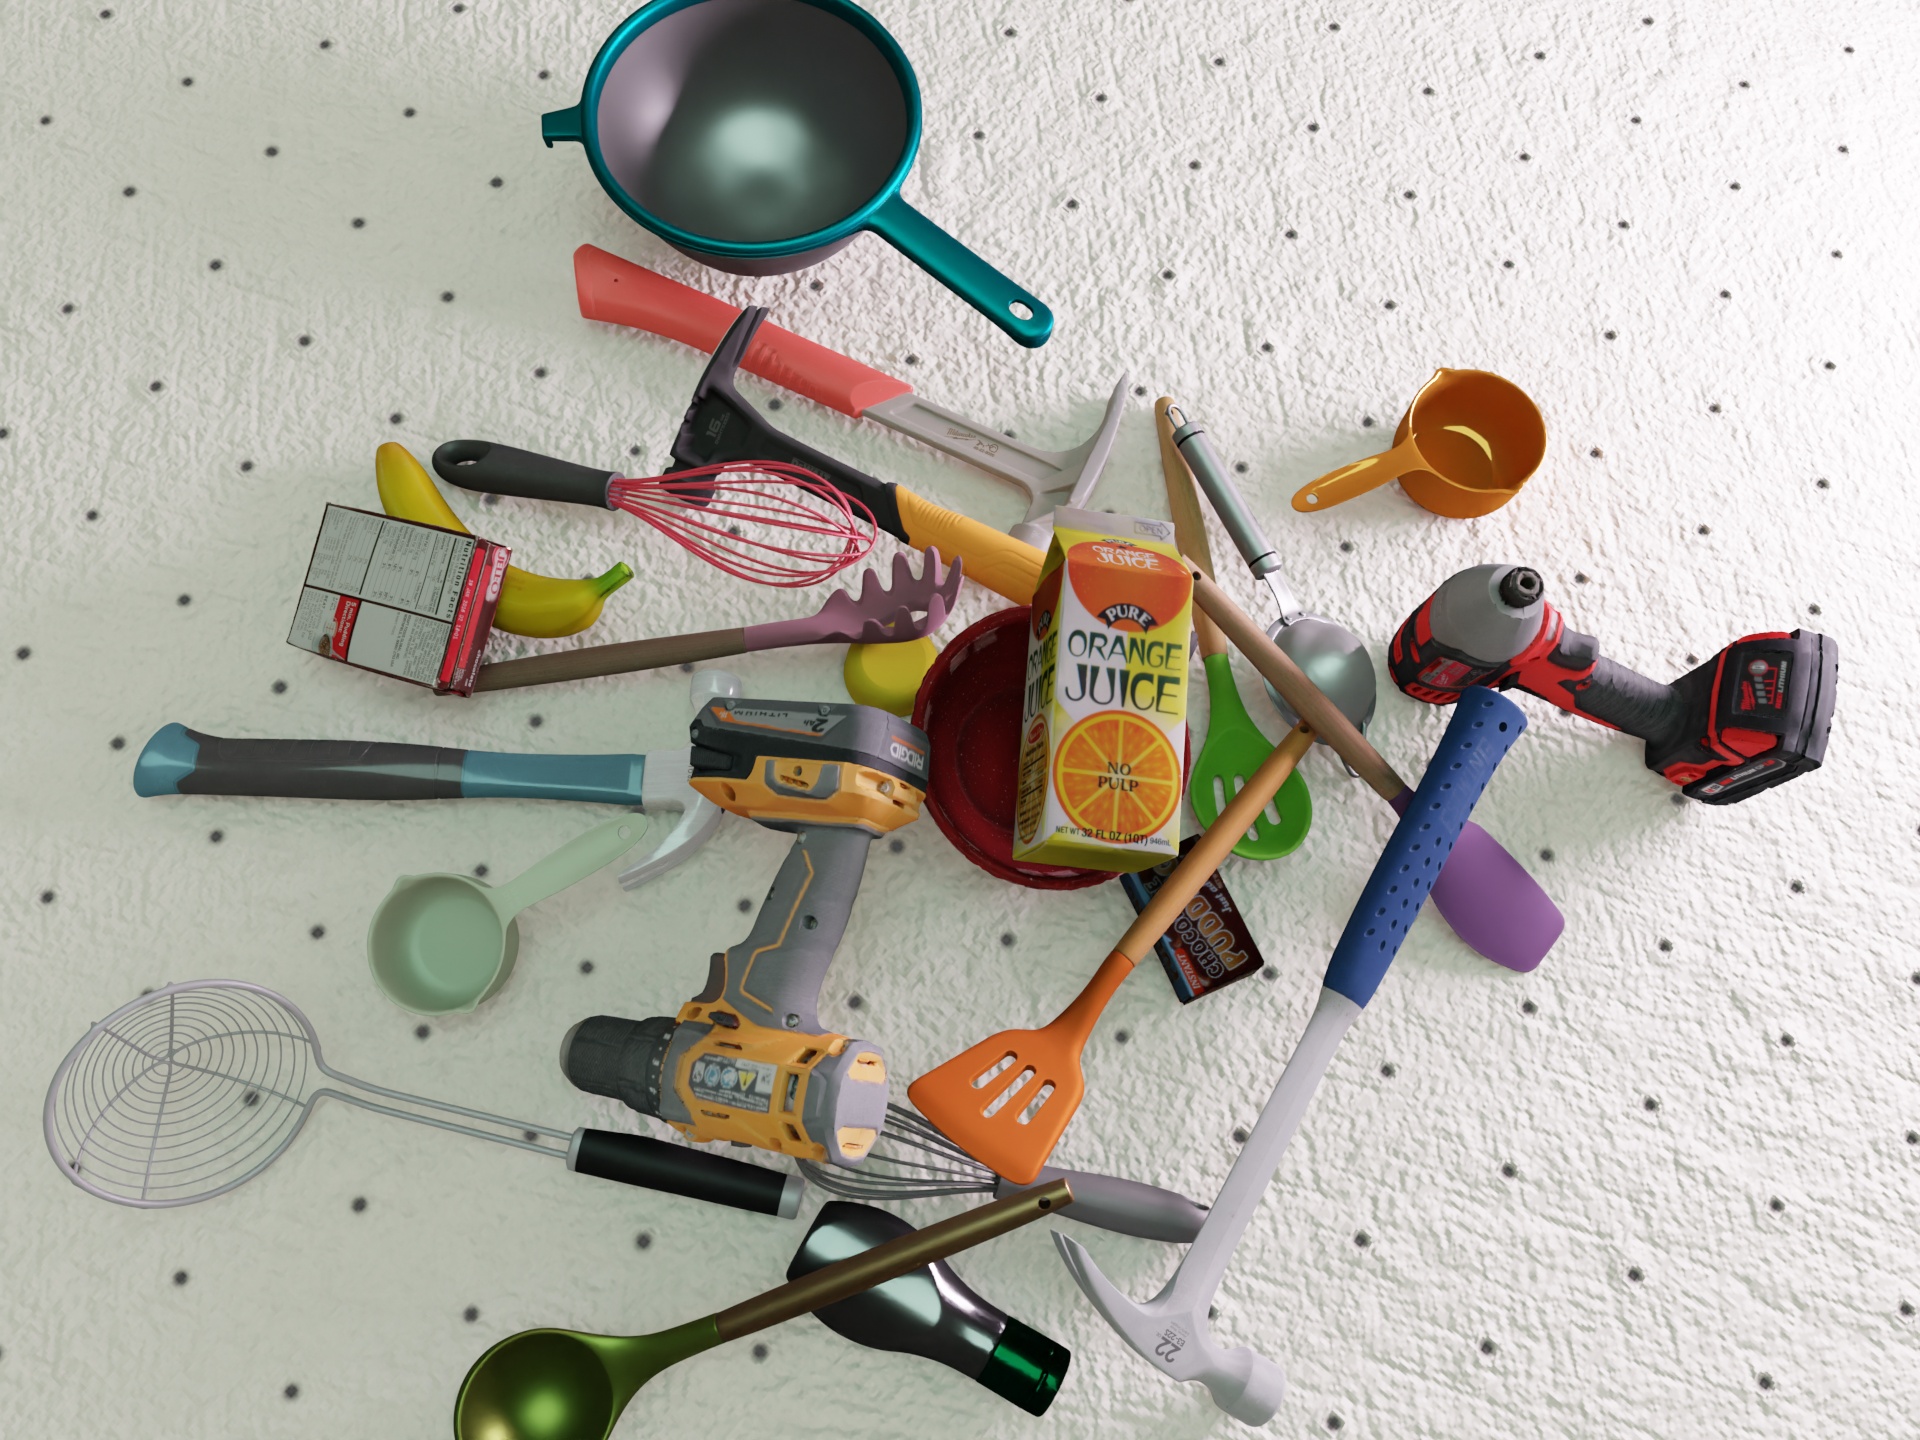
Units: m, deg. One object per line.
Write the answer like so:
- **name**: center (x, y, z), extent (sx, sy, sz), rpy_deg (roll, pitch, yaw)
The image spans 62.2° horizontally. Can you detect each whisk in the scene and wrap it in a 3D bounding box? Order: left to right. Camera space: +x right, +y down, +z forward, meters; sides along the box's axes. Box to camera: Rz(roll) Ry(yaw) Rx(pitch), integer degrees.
- **whisk**: center (-0.185, -0.131, 0.931), extent (0.296, 0.073, 0.073), rpy_deg (13, 69, 18)
- **whisk**: center (0.022, 0.241, 0.839), extent (0.239, 0.055, 0.055), rpy_deg (14, 70, -3)

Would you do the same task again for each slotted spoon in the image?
- **slotted spoon**: center (0.152, -0.061, 0.967), extent (0.070, 0.031, 0.314), rpy_deg (-6, 69, -6)

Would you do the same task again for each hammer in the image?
- **hammer**: center (-0.294, 0.029, 0.902), extent (0.331, 0.033, 0.128), rpy_deg (2, 69, -3)
- **hammer**: center (-0.078, -0.223, 1.005), extent (0.359, 0.036, 0.149), rpy_deg (25, 70, 5)
- **hammer**: center (-0.011, -0.119, 0.943), extent (0.337, 0.034, 0.127), rpy_deg (28, 105, 6)
- **hammer**: center (0.195, 0.155, 0.848), extent (0.144, 0.035, 0.405), rpy_deg (35, 75, -12)

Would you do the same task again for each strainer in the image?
- **strainer**: center (-0.081, -0.324, 1.011), extent (0.340, 0.095, 0.211), rpy_deg (39, 73, 9)
- **strainer**: center (0.189, -0.087, 0.961), extent (0.087, 0.050, 0.258), rpy_deg (-18, 73, -33)

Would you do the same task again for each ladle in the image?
- **ladle**: center (-0.094, 0.290, 0.773), extent (0.320, 0.062, 0.078), rpy_deg (-23, 90, 3)

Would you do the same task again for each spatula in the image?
- **spatula**: center (0.103, 0.108, 0.861), extent (0.081, 0.041, 0.323), rpy_deg (34, 70, 24)
- **spatula**: center (0.228, 0.024, 0.903), extent (0.316, 0.018, 0.060), rpy_deg (46, 73, -6)

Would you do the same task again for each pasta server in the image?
- **pasta server**: center (-0.152, -0.049, 0.918), extent (0.316, 0.040, 0.060), rpy_deg (-8, 37, 2)

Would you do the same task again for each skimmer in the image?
- **skimmer**: center (-0.262, 0.218, 0.806), extent (0.363, 0.090, 0.127), rpy_deg (14, 102, -1)

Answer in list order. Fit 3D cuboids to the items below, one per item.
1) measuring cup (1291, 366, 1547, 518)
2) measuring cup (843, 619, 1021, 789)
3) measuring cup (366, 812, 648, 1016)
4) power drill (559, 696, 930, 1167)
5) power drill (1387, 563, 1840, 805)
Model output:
- **measuring cup**: center (0.279, -0.155, 0.996), extent (0.173, 0.052, 0.095), rpy_deg (-22, 73, -9)
- **measuring cup**: center (-0.001, -0.003, 0.933), extent (0.156, 0.029, 0.062), rpy_deg (37, 72, 9)
- **measuring cup**: center (-0.238, 0.097, 0.862), extent (0.167, 0.038, 0.083), rpy_deg (-31, 82, -1)
- **power drill**: center (-0.114, 0.106, 0.832), extent (0.185, 0.084, 0.226), rpy_deg (3, 76, 28)
- **power drill**: center (0.369, -0.029, 0.909), extent (0.219, 0.143, 0.079), rpy_deg (18, 72, 0)
